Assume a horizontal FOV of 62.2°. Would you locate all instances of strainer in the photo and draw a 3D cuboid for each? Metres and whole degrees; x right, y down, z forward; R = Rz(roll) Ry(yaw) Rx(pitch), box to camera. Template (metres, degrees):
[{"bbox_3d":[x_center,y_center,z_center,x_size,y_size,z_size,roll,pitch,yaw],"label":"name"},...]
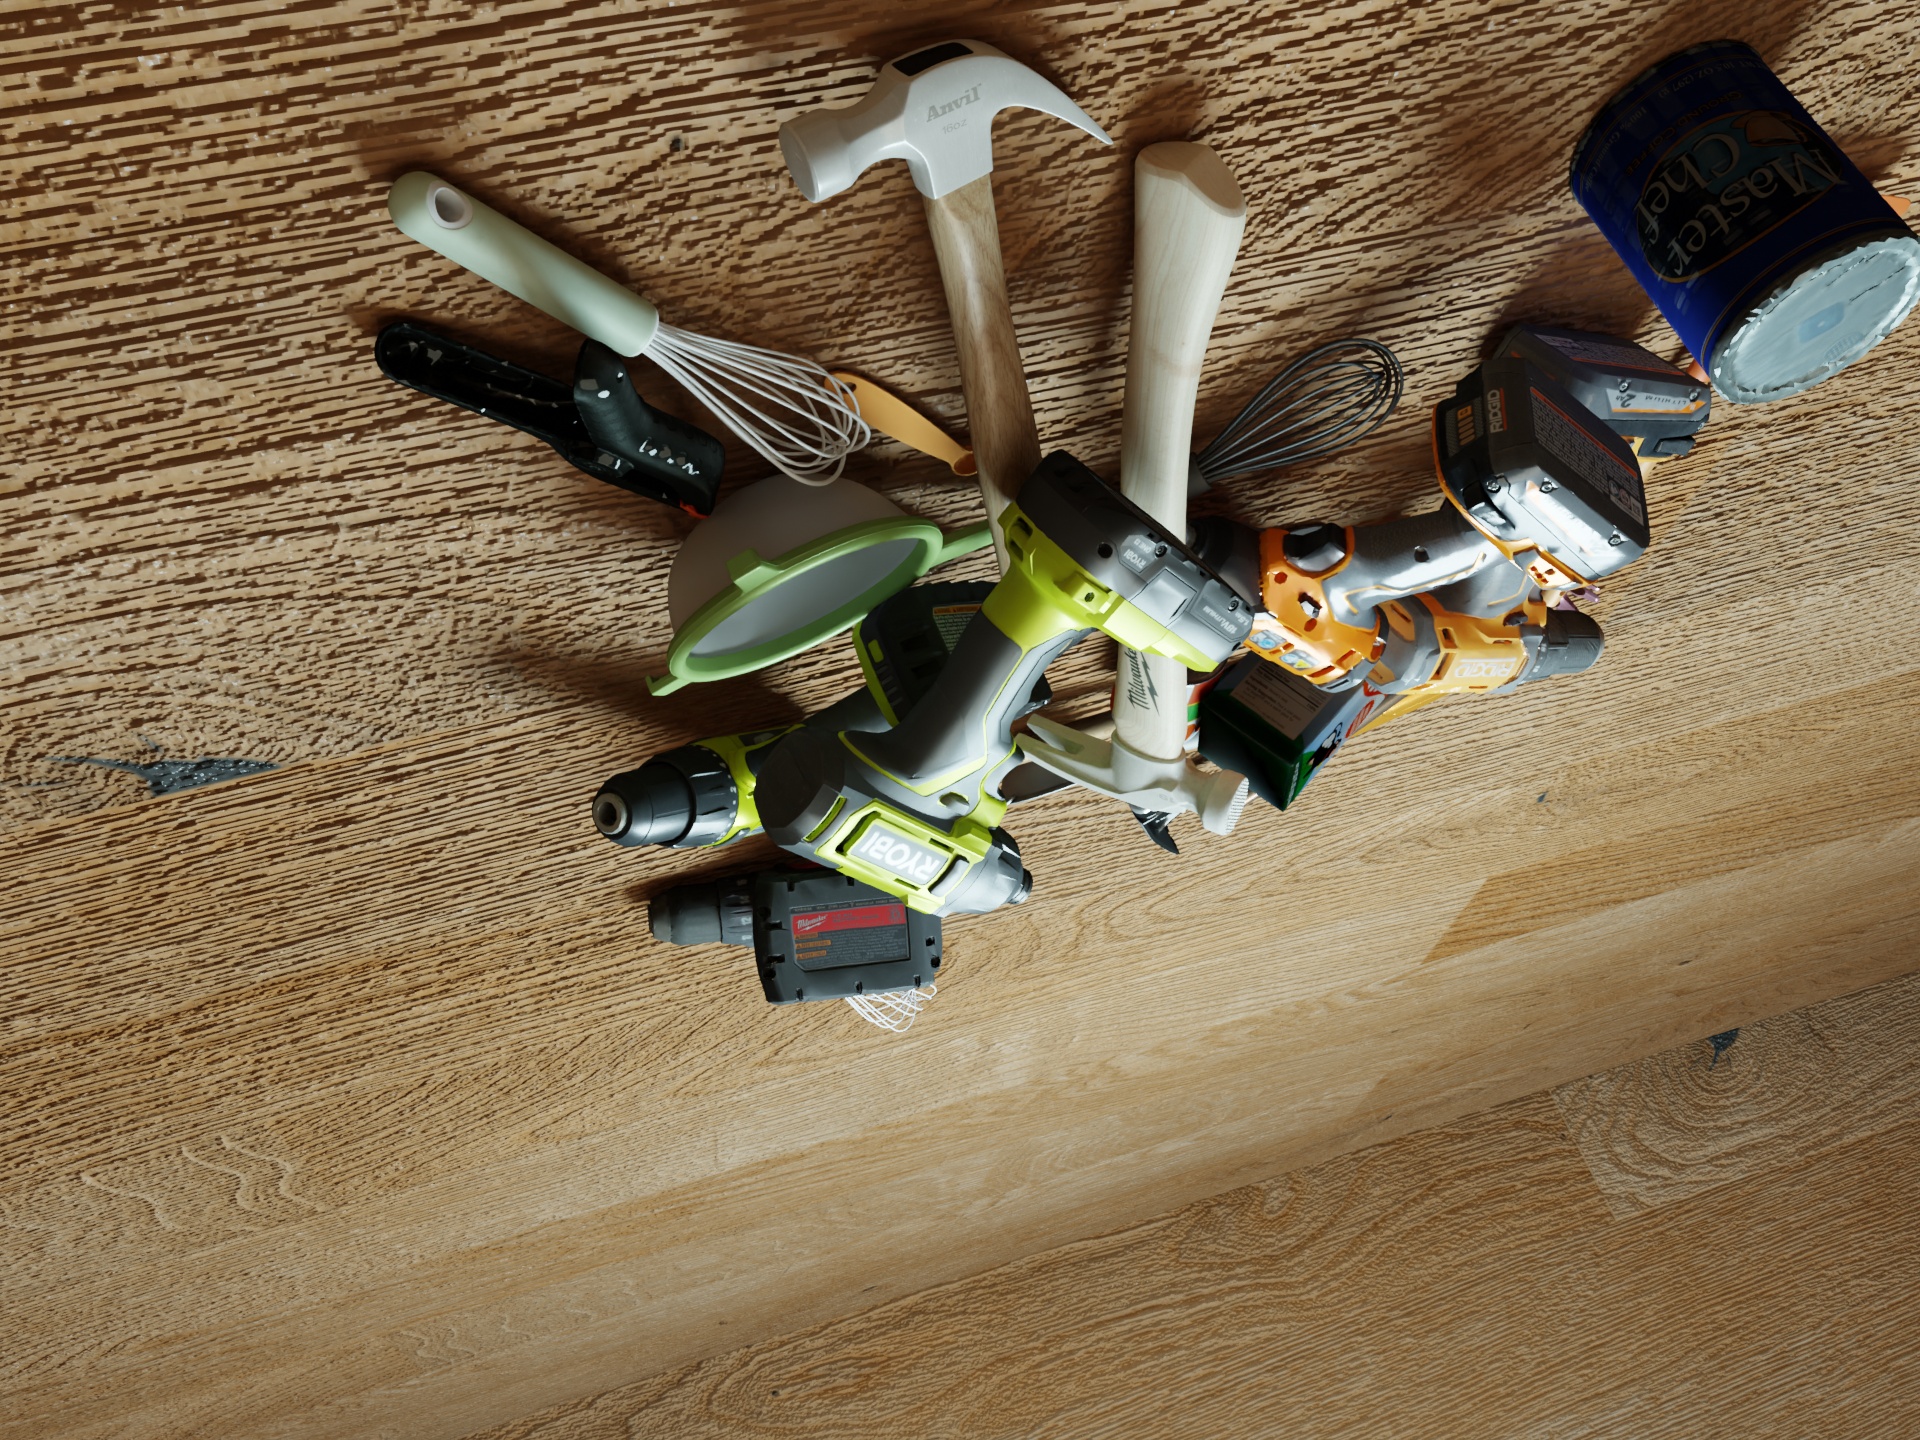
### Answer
[{"bbox_3d":[0.120,0.021,1.150,0.258,0.050,0.087,-13,-176,-26],"label":"strainer"},{"bbox_3d":[-0.049,-0.101,0.822,0.256,0.069,0.151,-24,171,-33],"label":"strainer"}]

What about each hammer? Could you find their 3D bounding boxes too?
[{"bbox_3d":[0.093,-0.103,0.836,0.038,0.146,0.410,-52,152,-37],"label":"hammer"},{"bbox_3d":[0.292,0.009,1.238,0.337,0.034,0.127,-26,155,8],"label":"hammer"},{"bbox_3d":[0.019,-0.147,0.726,0.130,0.031,0.331,-30,141,-12],"label":"hammer"}]

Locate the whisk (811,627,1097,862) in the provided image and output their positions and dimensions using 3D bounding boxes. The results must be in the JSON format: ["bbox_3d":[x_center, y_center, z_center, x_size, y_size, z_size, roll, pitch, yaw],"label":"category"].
[{"bbox_3d":[-0.002,-0.003,1.016,0.296,0.073,0.073,-40,146,20],"label":"whisk"}]

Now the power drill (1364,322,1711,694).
[{"bbox_3d":[0.355,-0.113,0.958,0.185,0.084,0.226,-1,126,-29],"label":"power drill"}]

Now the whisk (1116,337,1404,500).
[{"bbox_3d":[0.130,-0.140,0.878,0.239,0.055,0.055,-27,151,21],"label":"whisk"}]

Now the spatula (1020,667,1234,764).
[{"bbox_3d":[0.144,0.000,1.105,0.317,0.044,0.082,-17,162,-20],"label":"spatula"}]

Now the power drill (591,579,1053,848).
[{"bbox_3d":[-0.081,0.008,0.897,0.228,0.080,0.190,-29,171,29],"label":"power drill"}]

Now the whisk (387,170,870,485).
[{"bbox_3d":[-0.130,-0.162,0.673,0.059,0.058,0.246,-5,161,41],"label":"whisk"}]

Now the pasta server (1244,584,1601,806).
[{"bbox_3d":[0.324,-0.015,1.170,0.316,0.040,0.060,-35,155,5],"label":"pasta server"}]

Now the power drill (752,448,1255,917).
[{"bbox_3d":[0.029,-0.004,0.775,0.171,0.080,0.223,29,107,-41],"label":"power drill"}]

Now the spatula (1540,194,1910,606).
[{"bbox_3d":[0.443,-0.185,0.973,0.081,0.041,0.322,-6,139,-24],"label":"spatula"}]

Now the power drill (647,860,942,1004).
[{"bbox_3d":[-0.115,0.134,1.082,0.188,0.080,0.227,-4,-179,-13],"label":"power drill"}]

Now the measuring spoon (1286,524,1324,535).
[{"bbox_3d":[0.175,-0.104,1.000,0.124,0.018,0.034,-18,130,-16],"label":"measuring spoon"}]

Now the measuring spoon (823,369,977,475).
[{"bbox_3d":[-0.027,-0.150,0.796,0.021,0.011,0.116,-34,145,28],"label":"measuring spoon"}]

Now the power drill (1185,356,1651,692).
[{"bbox_3d":[0.224,-0.099,0.850,0.164,0.084,0.226,26,146,-31],"label":"power drill"}]

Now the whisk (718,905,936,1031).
[{"bbox_3d":[-0.108,0.194,1.291,0.070,0.070,0.284,-30,146,17],"label":"whisk"}]
